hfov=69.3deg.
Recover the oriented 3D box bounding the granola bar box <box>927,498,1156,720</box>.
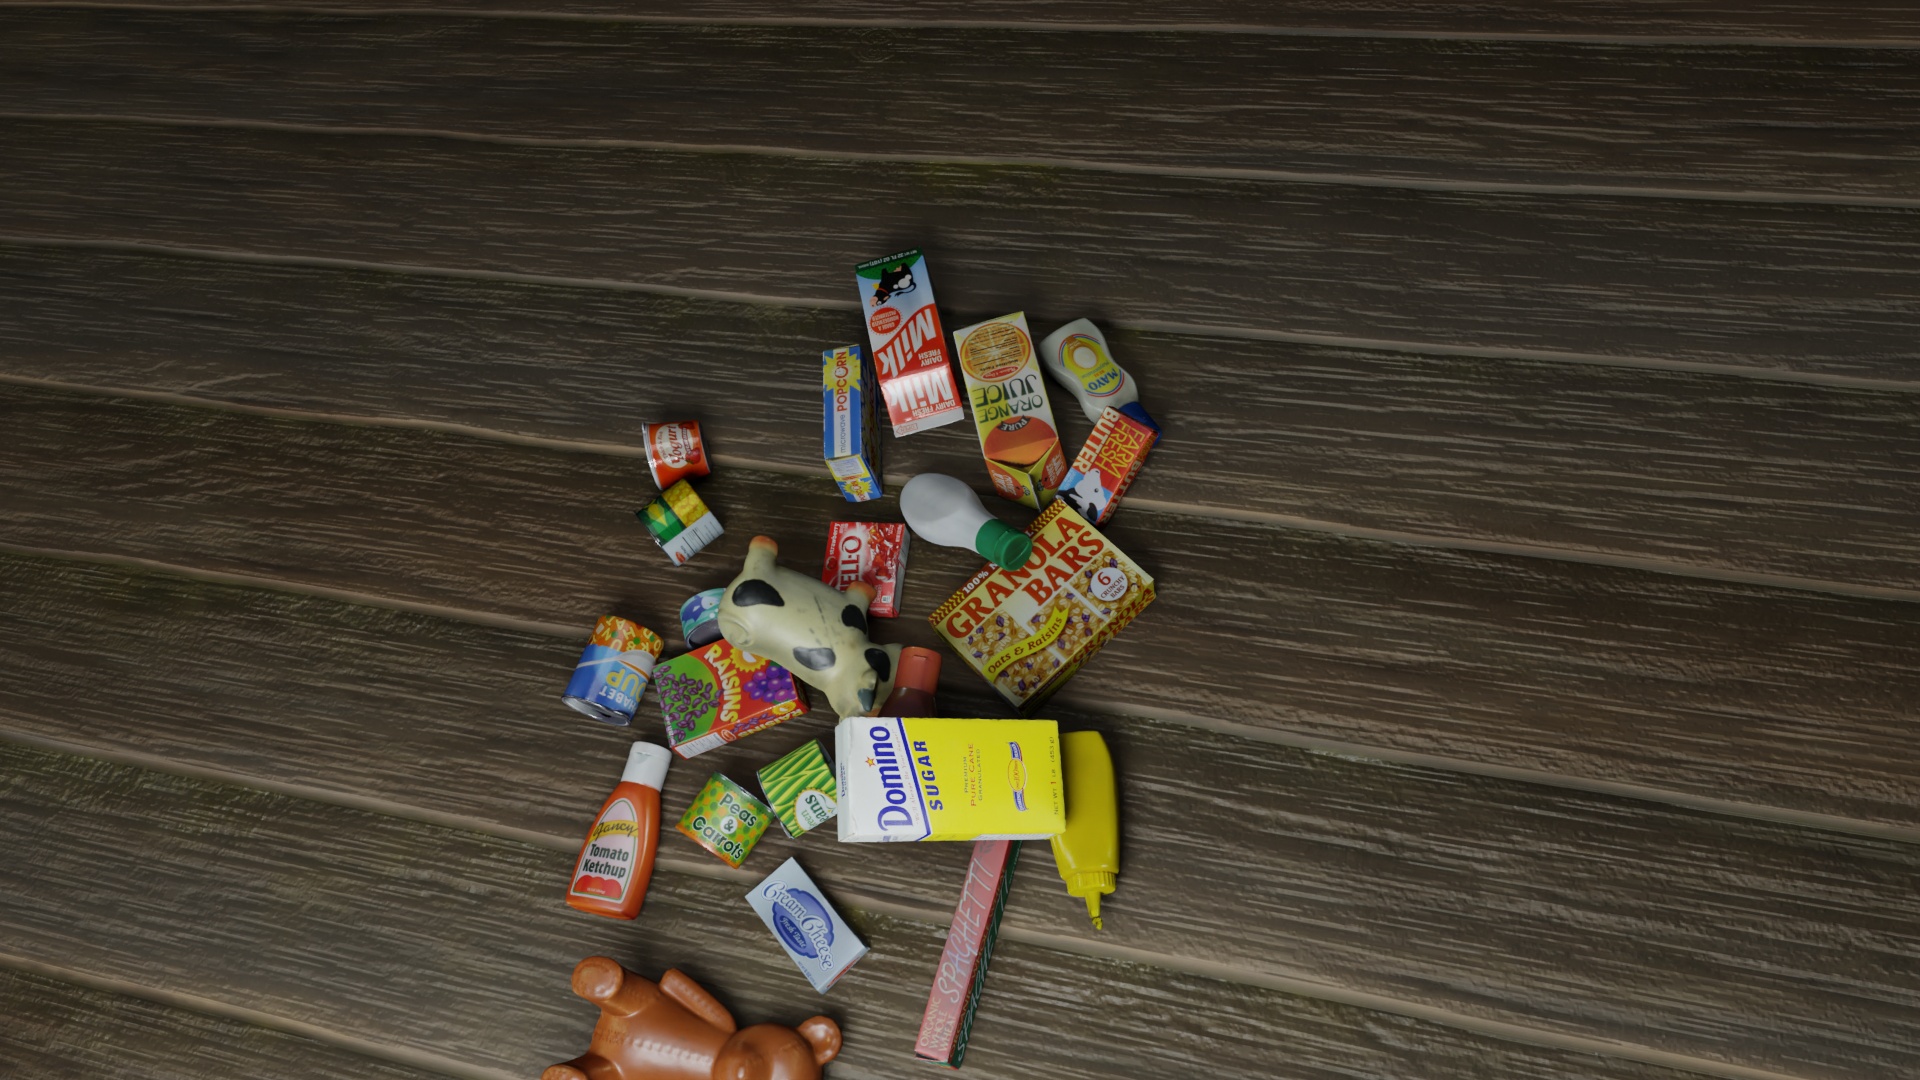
[{"bbox_3d":[0.073,0.060,1.239,0.166,0.039,0.124,-42,62,-10],"label":"granola bar box"}]

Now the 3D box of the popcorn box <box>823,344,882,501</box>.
[{"bbox_3d":[-0.103,-0.112,1.338,0.038,0.085,0.127,-8,62,9],"label":"popcorn box"}]

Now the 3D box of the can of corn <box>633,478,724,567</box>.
[{"bbox_3d":[-0.271,-0.019,1.335,0.058,0.071,0.071,-38,62,-9],"label":"can of corn"}]

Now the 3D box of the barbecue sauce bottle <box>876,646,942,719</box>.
[{"bbox_3d":[-0.046,0.162,1.141,0.065,0.043,0.149,10,65,3],"label":"barbecue sauce bottle"}]

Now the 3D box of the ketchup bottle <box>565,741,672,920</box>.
[{"bbox_3d":[-0.291,0.252,1.214,0.065,0.043,0.149,6,64,15],"label":"ketchup bottle"}]

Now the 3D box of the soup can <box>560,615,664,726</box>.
[{"bbox_3d":[-0.315,0.120,1.273,0.071,0.071,0.084,12,66,17],"label":"soup can"}]

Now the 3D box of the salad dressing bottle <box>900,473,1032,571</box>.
[{"bbox_3d":[0.005,-0.016,1.263,0.064,0.043,0.148,-43,43,-15],"label":"salad dressing bottle"}]

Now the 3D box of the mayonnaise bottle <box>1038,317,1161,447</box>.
[{"bbox_3d":[0.137,-0.146,1.330,0.065,0.041,0.148,-31,62,-7],"label":"mayonnaise bottle"}]

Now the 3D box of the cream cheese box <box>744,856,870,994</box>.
[{"bbox_3d":[-0.128,0.319,1.156,0.053,0.024,0.104,-40,63,-11],"label":"cream cheese box"}]

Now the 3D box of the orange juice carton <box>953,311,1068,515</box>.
[{"bbox_3d":[0.052,-0.114,1.314,0.073,0.071,0.193,-16,61,4],"label":"orange juice carton"}]

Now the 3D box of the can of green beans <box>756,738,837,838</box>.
[{"bbox_3d":[-0.133,0.212,1.189,0.058,0.071,0.071,-29,61,-4],"label":"can of green beans"}]

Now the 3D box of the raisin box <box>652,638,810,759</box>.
[{"bbox_3d":[-0.208,0.135,1.259,0.123,0.040,0.086,-22,60,2],"label":"raisin box"}]

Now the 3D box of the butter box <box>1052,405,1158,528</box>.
[{"bbox_3d":[0.134,-0.068,1.278,0.053,0.024,0.103,34,100,25],"label":"butter box"}]

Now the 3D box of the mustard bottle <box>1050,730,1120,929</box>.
[{"bbox_3d":[0.101,0.238,1.136,0.065,0.048,0.161,-8,63,6],"label":"mustard bottle"}]

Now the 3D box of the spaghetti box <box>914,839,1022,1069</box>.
[{"bbox_3d":[0.016,0.297,1.123,0.029,0.050,0.251,10,66,18],"label":"spaghetti box"}]

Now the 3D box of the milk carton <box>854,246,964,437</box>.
[{"bbox_3d":[-0.048,-0.189,1.373,0.072,0.073,0.191,-16,62,4],"label":"milk carton"}]

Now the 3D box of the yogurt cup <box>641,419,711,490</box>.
[{"bbox_3d":[-0.279,-0.088,1.375,0.054,0.072,0.072,-13,61,-4],"label":"yogurt cup"}]

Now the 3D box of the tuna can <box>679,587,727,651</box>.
[{"bbox_3d":[-0.222,0.072,1.277,0.071,0.070,0.033,-20,61,1],"label":"tuna can"}]

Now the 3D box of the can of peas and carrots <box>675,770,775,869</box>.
[{"bbox_3d":[-0.200,0.239,1.186,0.071,0.070,0.059,28,73,23],"label":"can of peas and carrots"}]
